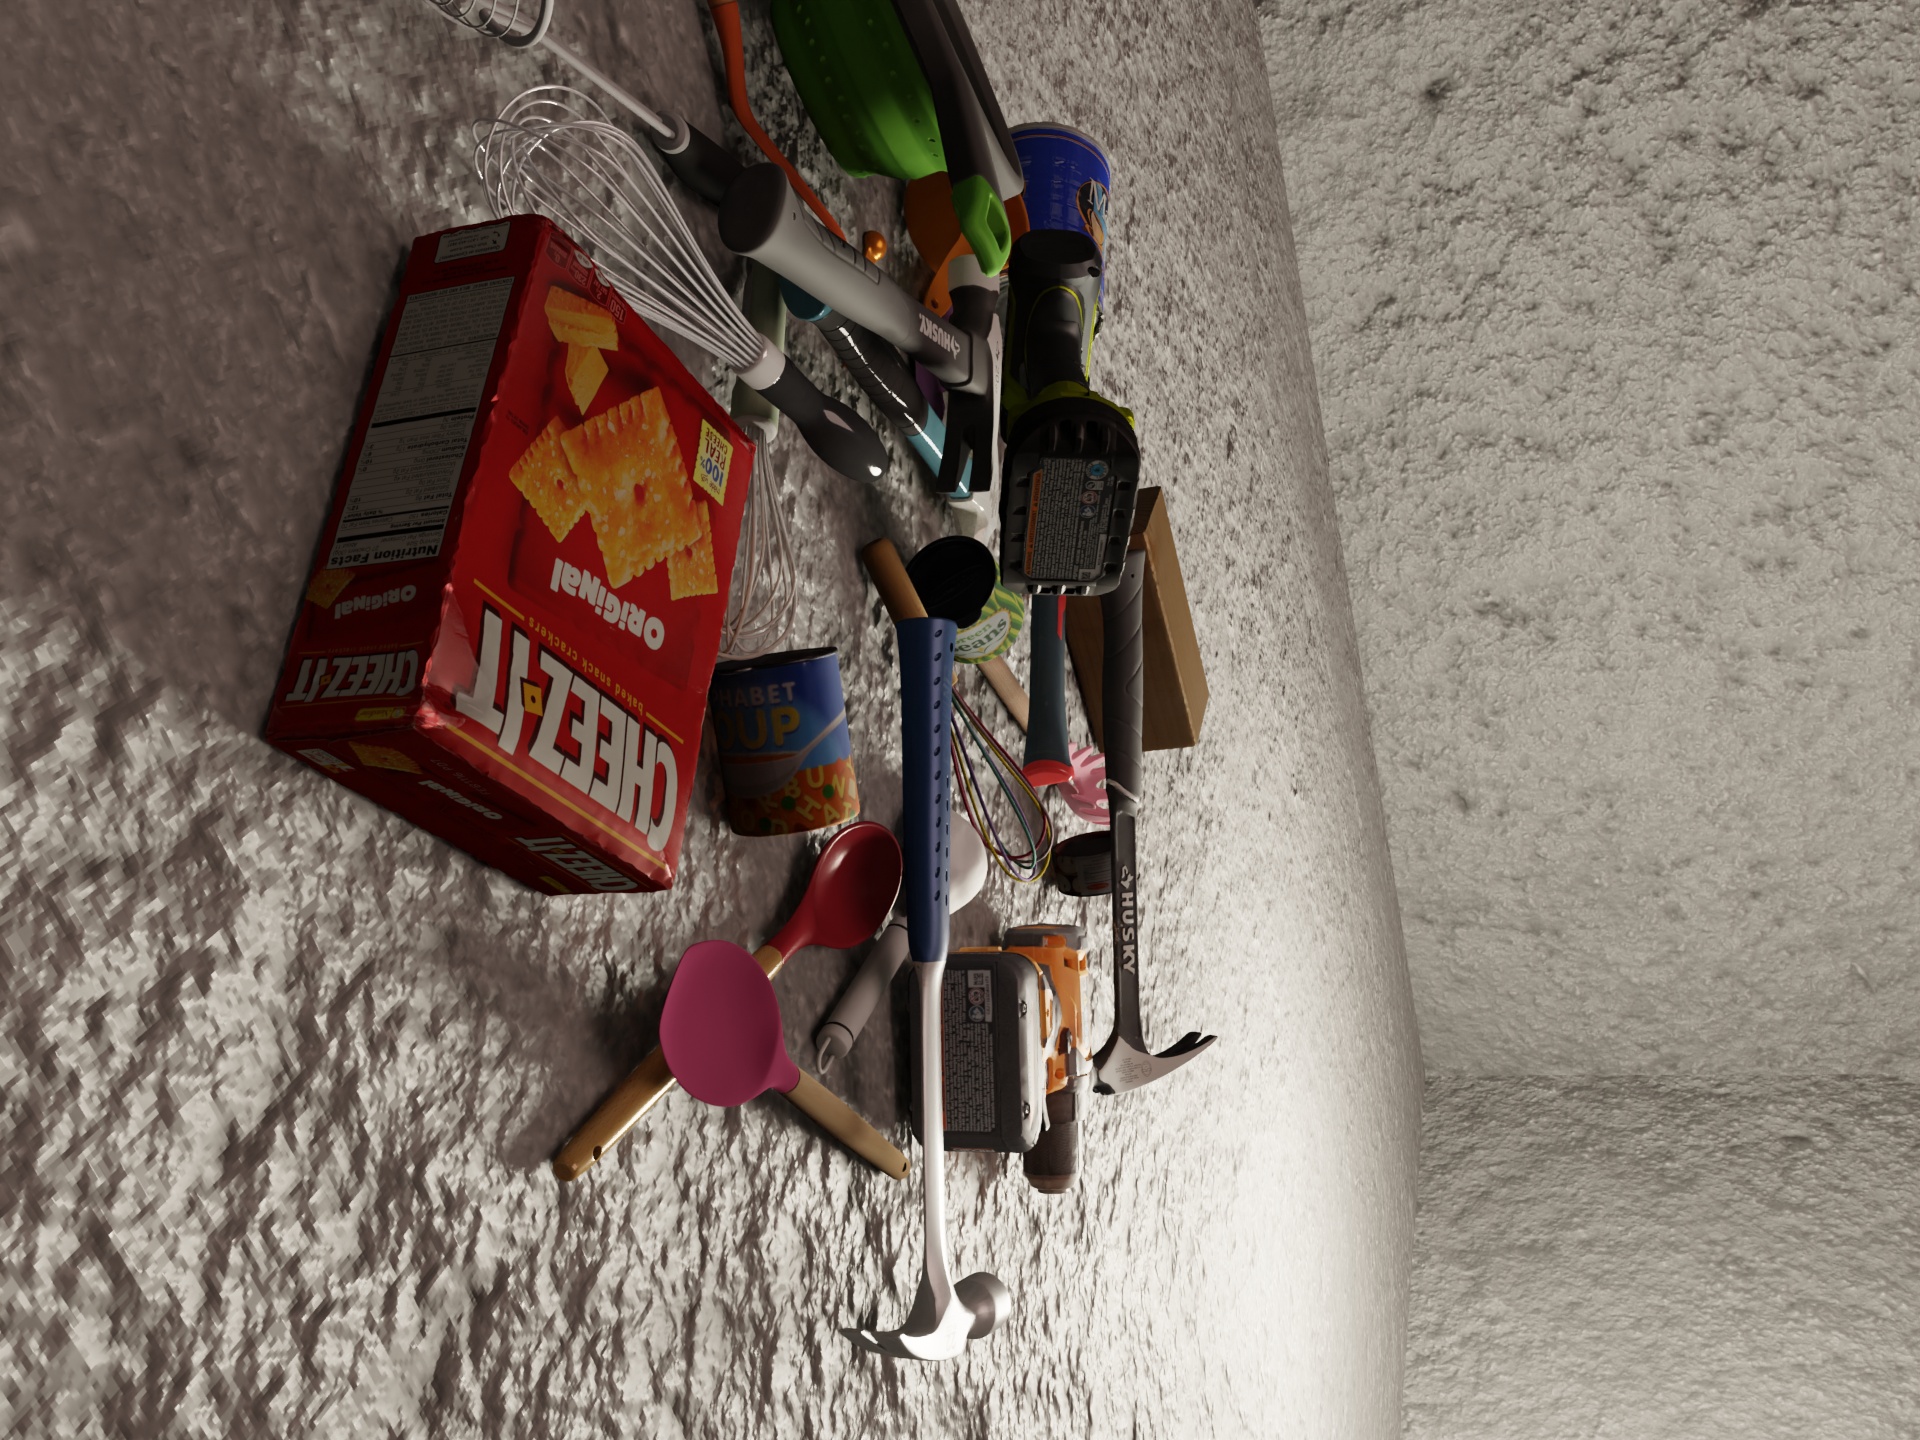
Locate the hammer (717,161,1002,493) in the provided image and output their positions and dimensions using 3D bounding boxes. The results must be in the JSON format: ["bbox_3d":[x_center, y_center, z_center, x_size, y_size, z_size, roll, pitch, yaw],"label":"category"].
[{"bbox_3d":[-0.040,-0.212,0.840,0.334,0.035,0.146,1,89,-72],"label":"hammer"}]

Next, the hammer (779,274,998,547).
[{"bbox_3d":[-0.033,-0.191,0.970,0.330,0.033,0.128,42,51,-67],"label":"hammer"}]

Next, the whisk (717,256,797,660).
[{"bbox_3d":[-0.107,-0.141,0.810,0.057,0.059,0.247,122,-28,-61],"label":"whisk"}]

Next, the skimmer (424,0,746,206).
[{"bbox_3d":[-0.138,-0.304,0.702,0.127,0.090,0.363,56,14,14],"label":"skimmer"}]

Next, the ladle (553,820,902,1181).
[{"bbox_3d":[-0.103,0.129,0.774,0.315,0.031,0.069,-43,128,-61],"label":"ladle"}]

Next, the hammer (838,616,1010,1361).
[{"bbox_3d":[-0.019,0.144,0.881,0.144,0.035,0.405,14,74,-64],"label":"hammer"}]

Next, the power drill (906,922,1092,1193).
[{"bbox_3d":[0.037,0.229,1.039,0.226,0.084,0.185,15,73,-72],"label":"power drill"}]

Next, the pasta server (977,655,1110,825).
[{"bbox_3d":[0.058,-0.004,1.195,0.315,0.040,0.060,53,31,-51],"label":"pasta server"}]

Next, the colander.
[{"bbox_3d":[-0.038,-0.327,0.854,0.398,0.094,0.204,-98,161,-48],"label":"colander"}]

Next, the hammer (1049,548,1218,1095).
[{"bbox_3d":[0.128,0.074,1.201,0.149,0.036,0.409,1,88,-33],"label":"hammer"}]

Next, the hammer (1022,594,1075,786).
[{"bbox_3d":[0.061,-0.124,1.184,0.143,0.038,0.387,56,30,-48],"label":"hammer"}]

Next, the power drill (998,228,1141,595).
[{"bbox_3d":[0.060,-0.184,1.035,0.229,0.080,0.190,-92,-175,-47],"label":"power drill"}]

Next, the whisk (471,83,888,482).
[{"bbox_3d":[-0.111,-0.182,0.727,0.284,0.070,0.070,36,52,-52],"label":"whisk"}]

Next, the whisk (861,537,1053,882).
[{"bbox_3d":[-0.001,-0.004,1.002,0.244,0.047,0.051,64,-12,-16],"label":"whisk"}]

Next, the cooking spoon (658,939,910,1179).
[{"bbox_3d":[-0.079,0.187,0.796,0.318,0.017,0.069,60,41,-56],"label":"cooking spoon"}]

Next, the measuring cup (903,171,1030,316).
[{"bbox_3d":[-0.011,-0.314,1.066,0.095,0.052,0.174,48,46,-30],"label":"measuring cup"}]

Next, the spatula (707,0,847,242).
[{"bbox_3d":[-0.123,-0.402,0.830,0.081,0.041,0.322,-105,179,-69],"label":"spatula"}]

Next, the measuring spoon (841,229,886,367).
[{"bbox_3d":[-0.060,-0.264,0.994,0.021,0.011,0.117,57,35,-50],"label":"measuring spoon"}]

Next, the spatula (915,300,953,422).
[{"bbox_3d":[-0.005,-0.347,1.144,0.059,0.018,0.316,54,38,-54],"label":"spatula"}]

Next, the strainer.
[{"bbox_3d":[-0.031,0.123,0.944,0.258,0.050,0.086,-55,150,-54],"label":"strainer"}]
